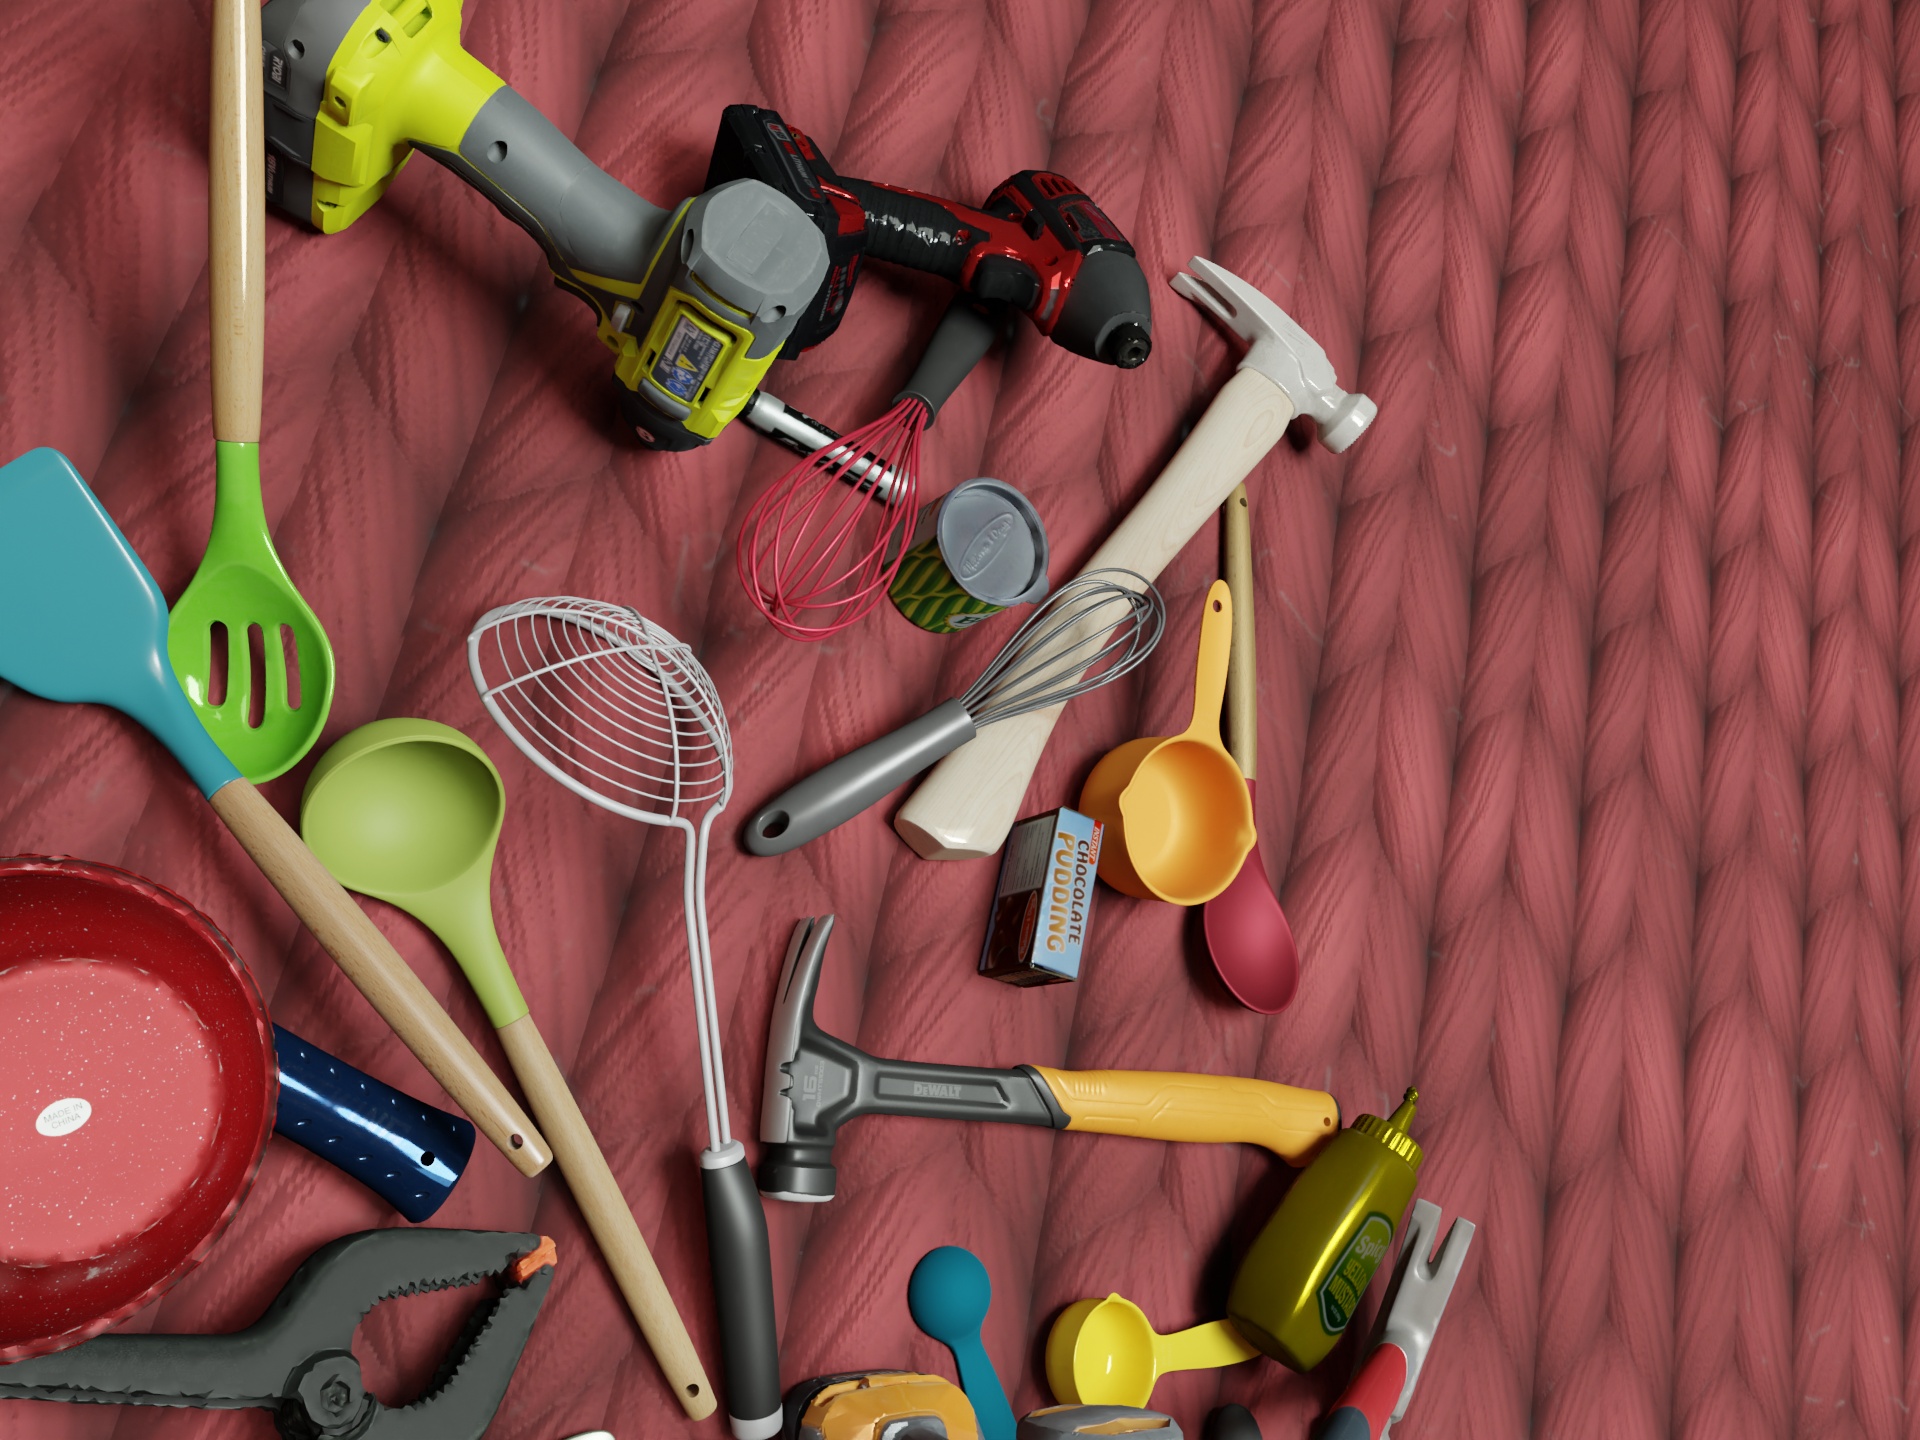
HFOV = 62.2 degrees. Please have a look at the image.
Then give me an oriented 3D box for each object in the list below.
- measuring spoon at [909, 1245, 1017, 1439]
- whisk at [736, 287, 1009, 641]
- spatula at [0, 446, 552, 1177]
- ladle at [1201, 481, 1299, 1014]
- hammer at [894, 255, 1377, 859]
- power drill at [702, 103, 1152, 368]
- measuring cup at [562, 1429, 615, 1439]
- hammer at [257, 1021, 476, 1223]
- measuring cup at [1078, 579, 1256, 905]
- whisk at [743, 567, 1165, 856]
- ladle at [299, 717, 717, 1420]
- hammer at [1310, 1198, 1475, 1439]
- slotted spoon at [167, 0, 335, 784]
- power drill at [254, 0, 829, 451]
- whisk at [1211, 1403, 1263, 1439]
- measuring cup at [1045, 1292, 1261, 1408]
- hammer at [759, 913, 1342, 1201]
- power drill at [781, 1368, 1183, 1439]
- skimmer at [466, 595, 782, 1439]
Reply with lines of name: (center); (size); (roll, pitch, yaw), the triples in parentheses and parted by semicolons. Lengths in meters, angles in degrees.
measuring spoon: (0.014, 0.308, 0.739); (0.042, 0.021, 0.128); (-19, 88, -34)
whisk: (-0.031, -0.142, 0.779); (0.073, 0.073, 0.296); (43, 45, -17)
spatula: (-0.258, 0.046, 0.583); (0.082, 0.044, 0.317); (-41, 89, -8)
ladle: (0.160, 0.009, 0.904); (0.069, 0.031, 0.316); (13, 70, -34)
hammer: (0.084, -0.091, 0.869); (0.146, 0.038, 0.411); (41, 62, -5)
power drill: (-0.009, -0.227, 0.786); (0.219, 0.078, 0.143); (-1, 45, -29)
measuring cup: (-0.200, 0.315, 0.592); (0.167, 0.038, 0.083); (-21, 90, -32)
hammer: (-0.335, 0.056, 0.533); (0.405, 0.035, 0.144); (41, 51, -29)
measuring cup: (0.112, 0.011, 0.845); (0.095, 0.052, 0.174); (17, 77, -32)
whisk: (-0.002, -0.004, 0.764); (0.239, 0.055, 0.055); (-32, 96, -15)
ladle: (-0.171, 0.147, 0.644); (0.078, 0.062, 0.320); (-25, 96, -12)
hammer: (0.166, 0.297, 0.675); (0.386, 0.038, 0.143); (23, 88, -67)
slotted spoon: (-0.269, -0.131, 0.597); (0.070, 0.031, 0.313); (4, 102, -4)
power drill: (-0.179, -0.206, 0.668); (0.223, 0.171, 0.080); (34, 62, -11)
whisk: (0.145, 0.483, 0.765); (0.070, 0.070, 0.285); (7, 69, -31)
measuring cup: (0.102, 0.315, 0.799); (0.156, 0.029, 0.062); (12, 71, -42)
hammer: (0.060, 0.181, 0.794); (0.336, 0.034, 0.127); (13, 73, -30)
power drill: (0.009, 0.348, 0.602); (0.084, 0.226, 0.185); (8, 74, -30)
skimmer: (-0.133, 0.125, 0.681); (0.127, 0.090, 0.363); (-14, 98, -65)
